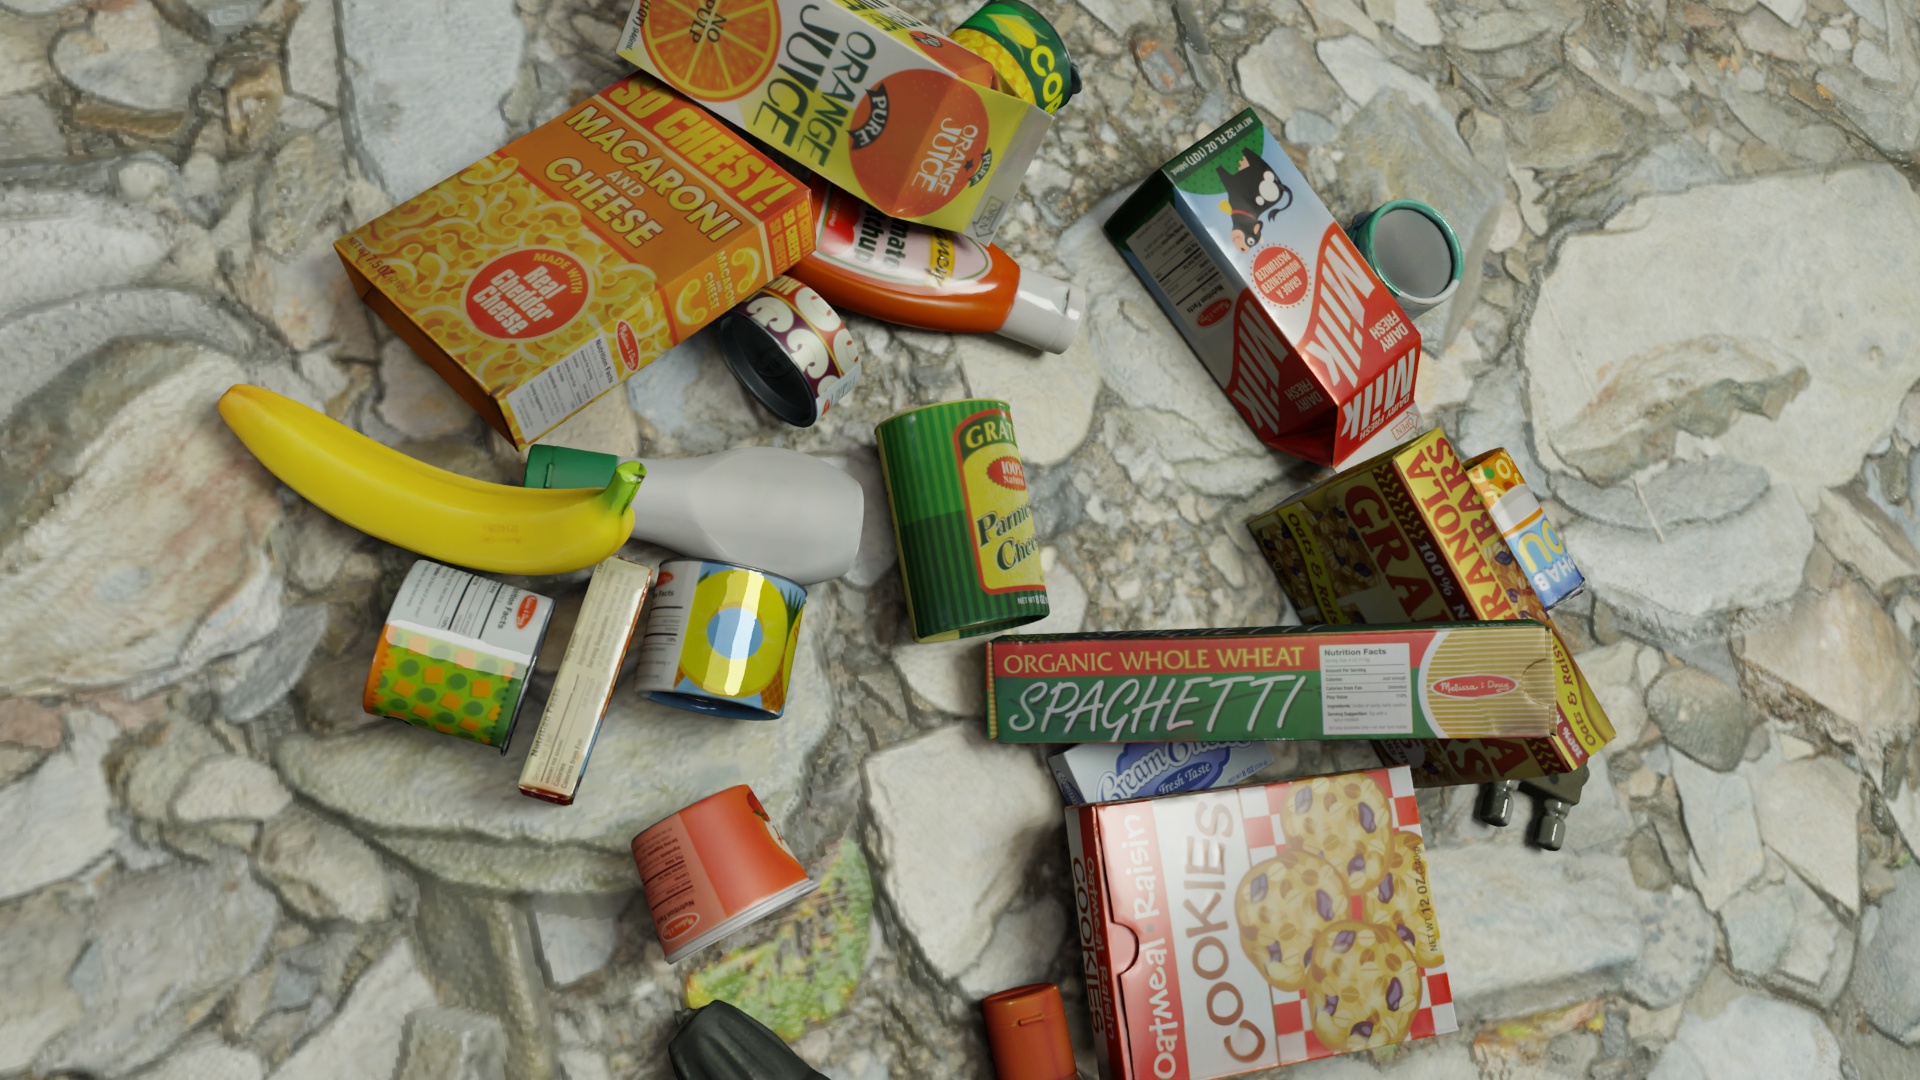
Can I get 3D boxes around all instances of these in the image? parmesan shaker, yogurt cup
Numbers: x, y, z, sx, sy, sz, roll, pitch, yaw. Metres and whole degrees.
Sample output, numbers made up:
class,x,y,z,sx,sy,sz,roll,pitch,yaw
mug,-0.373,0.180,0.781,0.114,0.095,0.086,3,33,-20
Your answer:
class,x,y,z,sx,sy,sz,roll,pitch,yaw
parmesan shaker,0.002,-0.008,0.656,0.071,0.071,0.103,-8,81,-20
yogurt cup,-0.103,0.139,0.585,0.072,0.072,0.054,-24,78,-22

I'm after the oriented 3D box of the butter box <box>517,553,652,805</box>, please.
class,x,y,z,sx,sy,sz,roll,pitch,yaw
butter box,-0.159,0.059,0.590,0.024,0.053,0.104,19,71,-11

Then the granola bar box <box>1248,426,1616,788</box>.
class,x,y,z,sx,sy,sz,roll,pitch,yaw
granola bar box,0.227,0.040,0.689,0.039,0.124,0.165,-28,87,-25

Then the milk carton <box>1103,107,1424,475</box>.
class,x,y,z,sx,sy,sz,roll,pitch,yaw
milk carton,0.170,-0.122,0.735,0.072,0.073,0.190,-37,91,-23

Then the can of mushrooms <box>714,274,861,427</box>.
class,x,y,z,sx,sy,sz,roll,pitch,yaw
can of mushrooms,-0.081,-0.090,0.645,0.071,0.071,0.033,48,67,-3

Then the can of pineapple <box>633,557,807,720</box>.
class,x,y,z,sx,sy,sz,roll,pitch,yaw
can of pineapple,-0.103,0.044,0.606,0.071,0.071,0.058,14,74,-16

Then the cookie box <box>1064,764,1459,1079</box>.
class,x,y,z,sx,sy,sz,roll,pitch,yaw
cookie box,0.138,0.173,0.637,0.168,0.040,0.123,-3,78,-19

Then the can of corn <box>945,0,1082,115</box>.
class,x,y,z,sx,sy,sz,roll,pitch,yaw
can of corn,0.017,-0.233,0.712,0.071,0.071,0.058,46,69,-4

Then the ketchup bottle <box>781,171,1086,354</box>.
class,x,y,z,sx,sy,sz,roll,pitch,yaw
ketchup bottle,-0.012,-0.133,0.692,0.149,0.043,0.065,17,66,-15

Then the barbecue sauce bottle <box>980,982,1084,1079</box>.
class,x,y,z,sx,sy,sz,roll,pitch,yaw
barbecue sauce bottle,0.042,0.274,0.612,0.065,0.043,0.148,-10,80,-11

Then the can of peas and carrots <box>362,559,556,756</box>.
class,x,y,z,sx,sy,sz,roll,pitch,yaw
can of peas and carrots,-0.205,0.049,0.571,0.059,0.070,0.071,19,72,-14

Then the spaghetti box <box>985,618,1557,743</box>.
class,x,y,z,sx,sy,sz,roll,pitch,yaw
spaghetti box,0.136,0.065,0.633,0.250,0.029,0.050,-2,93,12

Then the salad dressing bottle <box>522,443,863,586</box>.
class,x,y,z,sx,sy,sz,roll,pitch,yaw
salad dressing bottle,-0.120,-0.016,0.627,0.148,0.044,0.064,8,75,-15

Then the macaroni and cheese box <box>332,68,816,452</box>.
class,x,y,z,sx,sy,sz,roll,pitch,yaw
macaroni and cheese box,-0.166,-0.130,0.614,0.167,0.040,0.124,-39,64,-23

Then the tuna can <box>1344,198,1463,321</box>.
class,x,y,z,sx,sy,sz,roll,pitch,yaw
tuna can,0.251,-0.162,0.795,0.071,0.032,0.071,4,76,-18

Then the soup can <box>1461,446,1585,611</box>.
class,x,y,z,sx,sy,sz,roll,pitch,yaw
soup can,0.285,0.000,0.747,0.071,0.071,0.084,-29,88,-23

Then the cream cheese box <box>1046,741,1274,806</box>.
class,x,y,z,sx,sy,sz,roll,pitch,yaw
cream cheese box,0.098,0.108,0.682,0.104,0.024,0.053,-23,84,-23

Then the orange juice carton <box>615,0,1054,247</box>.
class,x,y,z,sx,sy,sz,roll,pitch,yaw
orange juice carton,-0.054,-0.216,0.651,0.193,0.071,0.073,31,27,1
